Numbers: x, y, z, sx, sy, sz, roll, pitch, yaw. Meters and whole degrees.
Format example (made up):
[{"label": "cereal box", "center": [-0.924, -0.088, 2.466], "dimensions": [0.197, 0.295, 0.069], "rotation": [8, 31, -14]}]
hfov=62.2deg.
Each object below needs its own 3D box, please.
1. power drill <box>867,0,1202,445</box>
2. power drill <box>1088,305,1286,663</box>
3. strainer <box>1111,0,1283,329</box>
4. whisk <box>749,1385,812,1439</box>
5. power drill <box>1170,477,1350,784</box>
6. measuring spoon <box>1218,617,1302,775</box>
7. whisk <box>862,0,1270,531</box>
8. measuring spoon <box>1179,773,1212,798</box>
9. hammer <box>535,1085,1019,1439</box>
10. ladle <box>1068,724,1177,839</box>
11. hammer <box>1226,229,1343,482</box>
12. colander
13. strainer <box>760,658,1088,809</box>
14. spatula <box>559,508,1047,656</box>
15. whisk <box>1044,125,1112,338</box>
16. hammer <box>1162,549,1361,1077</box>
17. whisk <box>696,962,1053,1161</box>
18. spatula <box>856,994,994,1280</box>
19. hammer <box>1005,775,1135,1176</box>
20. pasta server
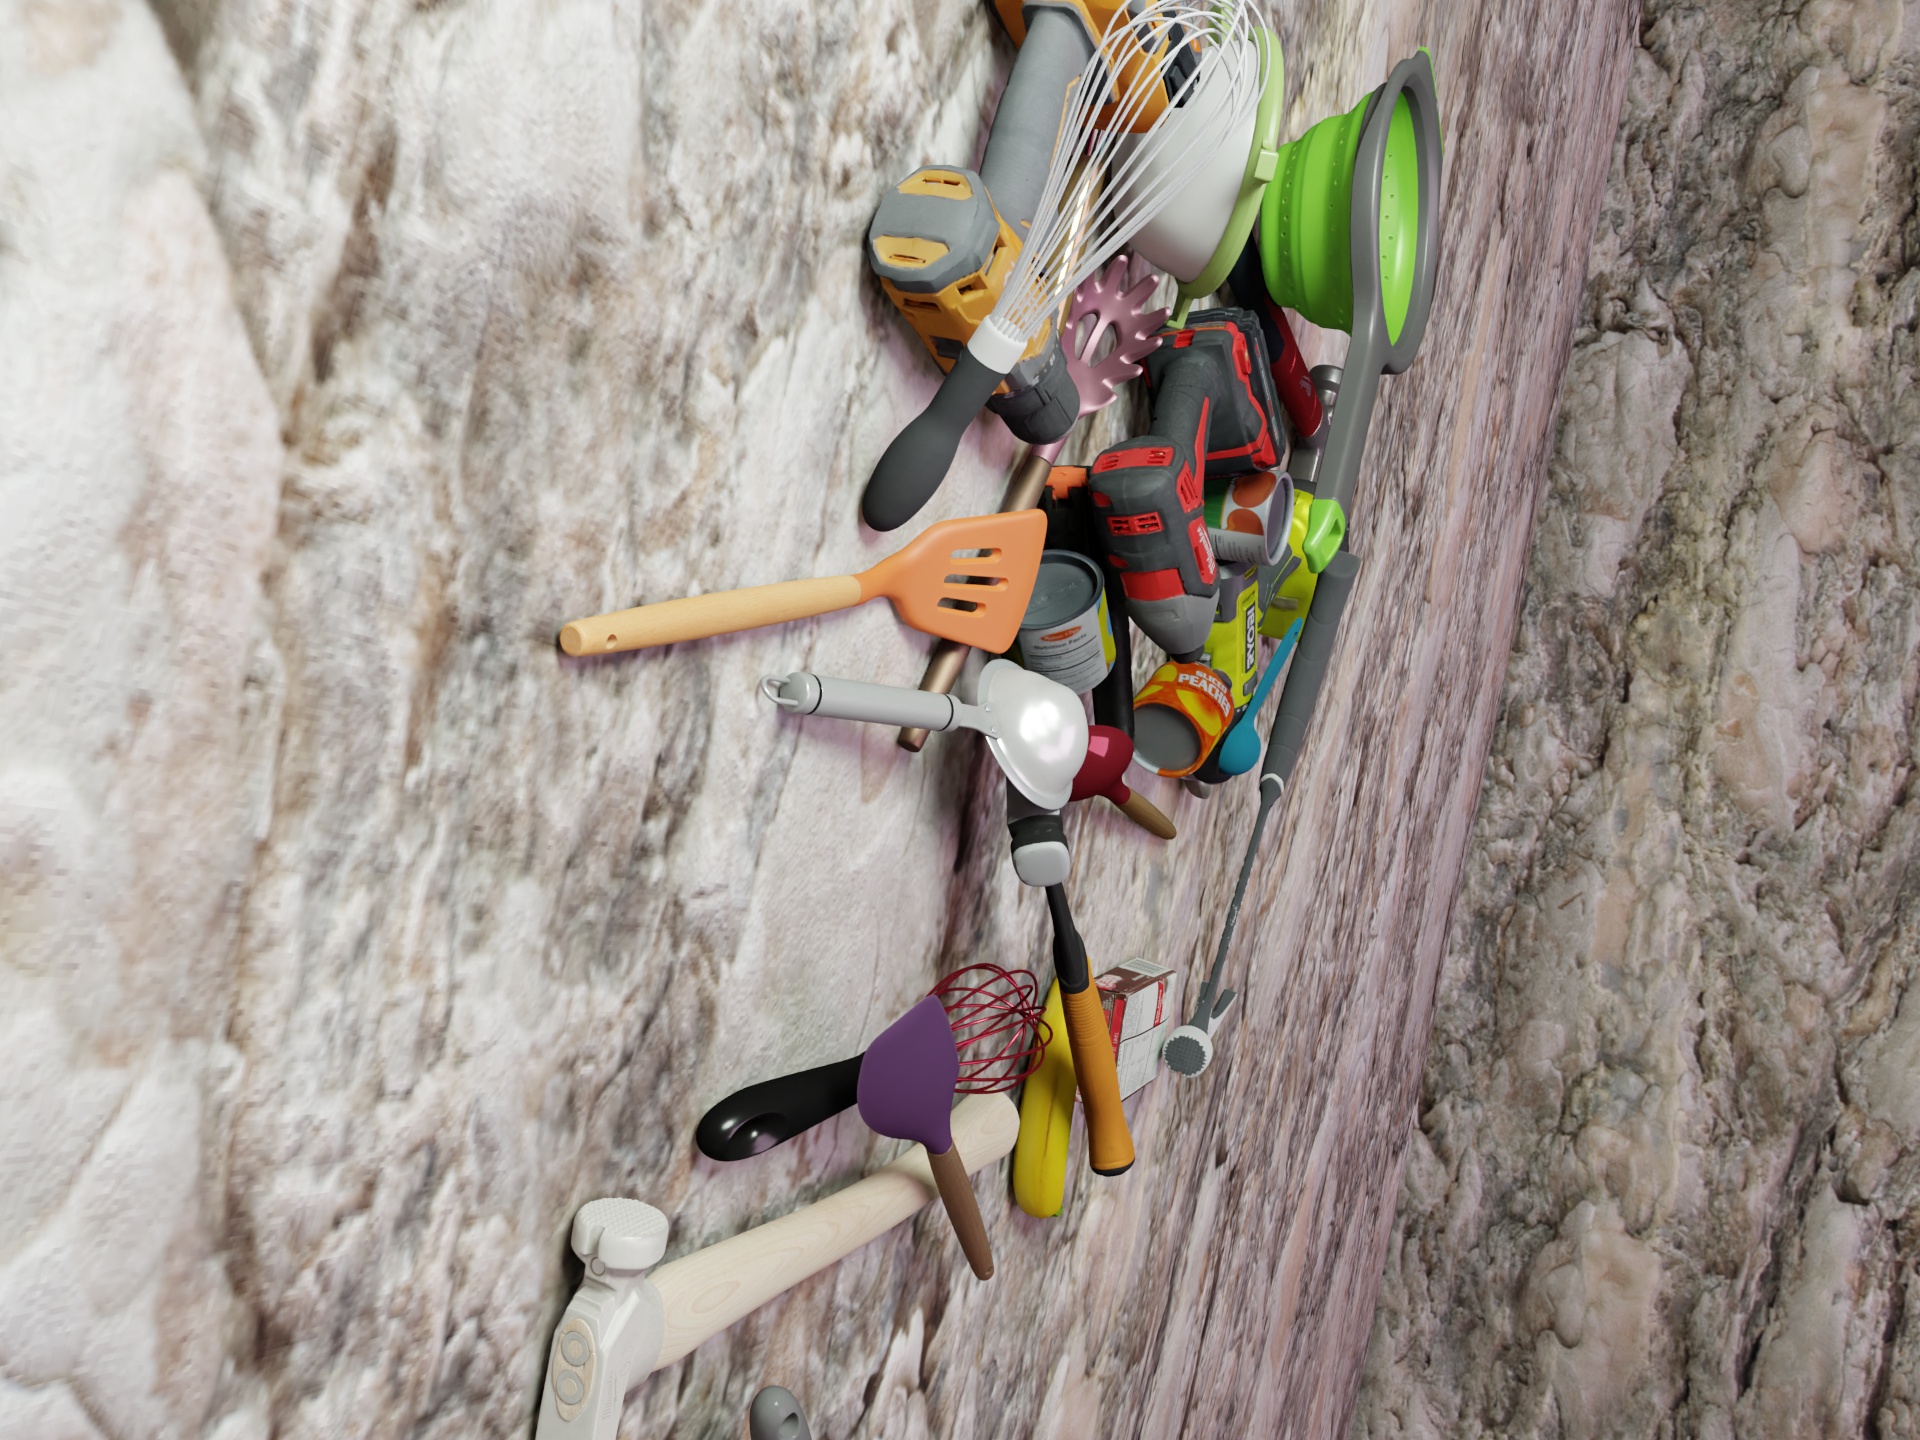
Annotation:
[{"label": "power drill", "center": [0.046, -0.263, 0.794], "dimensions": [0.226, 0.084, 0.185], "rotation": [-68, 152, -12]}, {"label": "power drill", "center": [0.139, -0.145, 0.971], "dimensions": [0.220, 0.078, 0.143], "rotation": [-67, 145, -44]}, {"label": "strainer", "center": [0.128, -0.372, 0.931], "dimensions": [0.151, 0.069, 0.257], "rotation": [122, -27, -65]}, {"label": "whisk", "center": [-0.084, 0.400, 0.801], "dimensions": [0.055, 0.055, 0.238], "rotation": [-53, 151, -42]}, {"label": "power drill", "center": [0.228, -0.075, 1.242], "dimensions": [0.228, 0.080, 0.190], "rotation": [-43, 136, -47]}, {"label": "measuring spoon", "center": [0.229, -0.015, 1.172], "dimensions": [0.042, 0.021, 0.128], "rotation": [21, 96, -60]}, {"label": "whisk", "center": [0.034, -0.189, 0.686], "dimensions": [0.284, 0.070, 0.070], "rotation": [-51, 169, 32]}, {"label": "measuring spoon", "center": [0.165, 0.037, 1.232], "dimensions": [0.124, 0.018, 0.034], "rotation": [23, 64, -57]}, {"label": "hammer", "center": [-0.068, 0.270, 0.820], "dimensions": [0.410, 0.038, 0.146], "rotation": [-1, 102, -64]}, {"label": "ladle", "center": [0.114, 0.055, 1.101], "dimensions": [0.031, 0.069, 0.315], "rotation": [65, 11, 19]}, {"label": "hammer", "center": [0.235, -0.280, 1.215], "dimensions": [0.386, 0.038, 0.143], "rotation": [34, 71, -62]}, {"label": "colander", "center": [0.240, -0.271, 1.062], "dimensions": [0.204, 0.094, 0.397], "rotation": [55, 47, -53]}, {"label": "strainer", "center": [-0.001, -0.003, 0.793], "dimensions": [0.258, 0.050, 0.087], "rotation": [7, 61, -49]}, {"label": "spatula", "center": [-0.056, -0.053, 0.710], "dimensions": [0.322, 0.041, 0.081], "rotation": [-19, 129, -59]}, {"label": "whisk", "center": [0.079, -0.328, 0.877], "dimensions": [0.047, 0.051, 0.245], "rotation": [14, 90, -70]}, {"label": "hammer", "center": [0.238, 0.068, 1.230], "dimensions": [0.149, 0.036, 0.409], "rotation": [-16, 123, -72]}, {"label": "whisk", "center": [-0.034, 0.181, 0.834], "dimensions": [0.295, 0.073, 0.073], "rotation": [-5, 104, -57]}, {"label": "spatula", "center": [-0.009, 0.240, 0.856], "dimensions": [0.060, 0.018, 0.315], "rotation": [-38, 144, -19]}, {"label": "hammer", "center": [0.070, 0.158, 0.976], "dimensions": [0.127, 0.034, 0.336], "rotation": [-92, 171, -53]}, {"label": "pasta server", "center": [0.036, -0.122, 0.874], "dimensions": [0.316, 0.060, 0.040], "rotation": [-66, -168, -21]}]
